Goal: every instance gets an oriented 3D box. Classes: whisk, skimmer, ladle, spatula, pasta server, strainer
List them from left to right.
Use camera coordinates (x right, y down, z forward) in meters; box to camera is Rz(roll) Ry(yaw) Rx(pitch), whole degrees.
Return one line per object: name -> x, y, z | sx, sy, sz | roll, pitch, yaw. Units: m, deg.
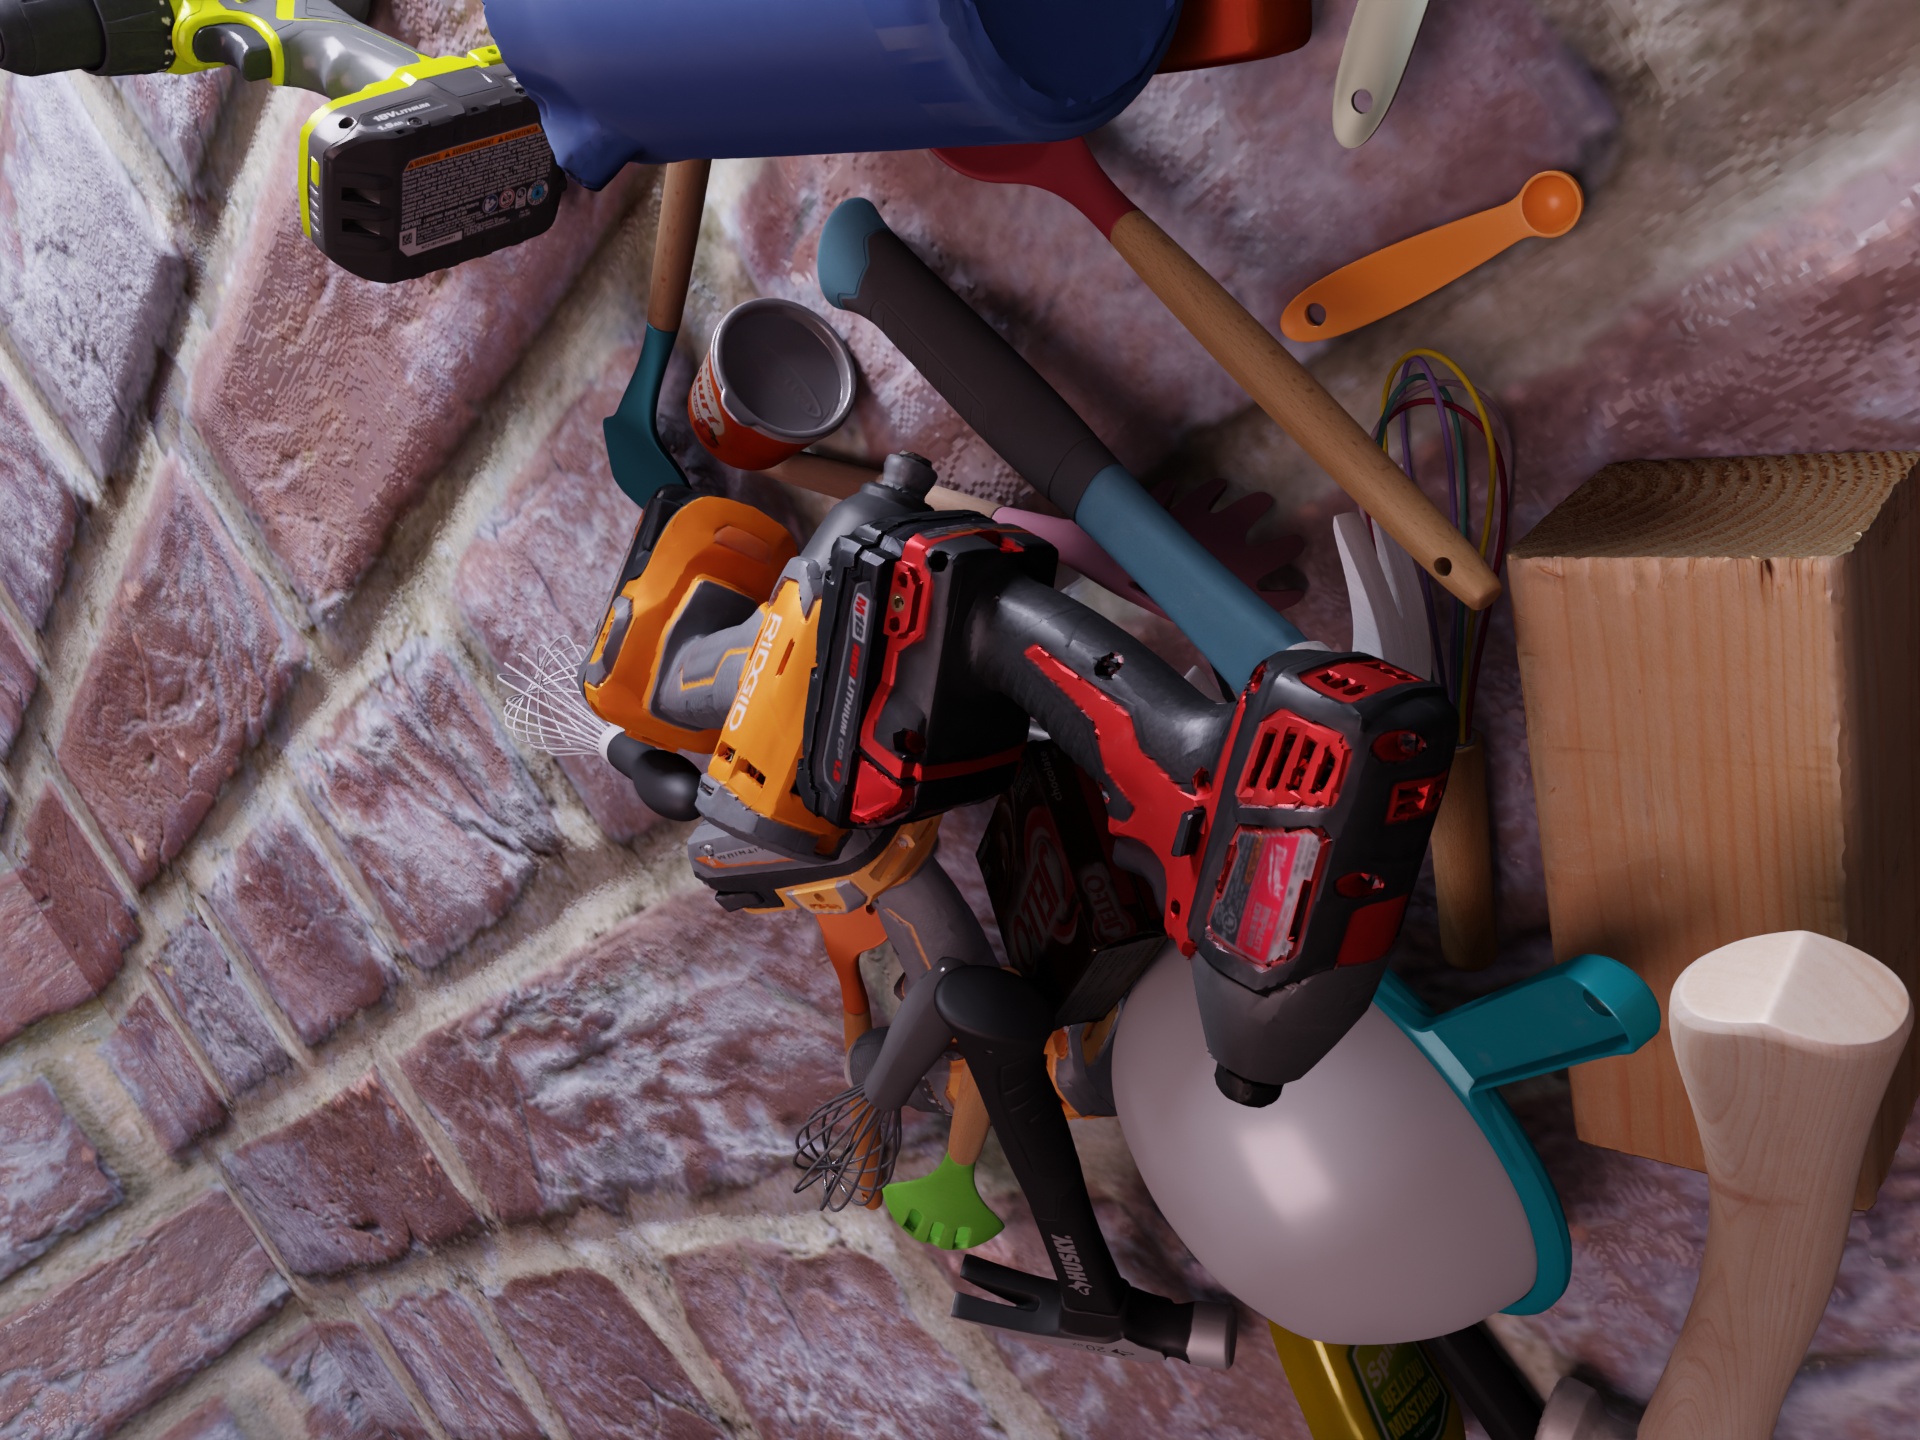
whisk -> -0.193, 0.006, 0.864 | 0.285, 0.070, 0.070 | 24, 133, 57
spatula -> -0.128, -0.211, 0.742 | 0.082, 0.044, 0.317 | 38, 132, 22
spatula -> -0.052, 0.176, 0.921 | 0.081, 0.041, 0.322 | 25, 135, 30
whisk -> -0.037, 0.175, 0.755 | 0.055, 0.055, 0.238 | 43, 141, 15
pasta server -> 0.003, -0.093, 0.689 | 0.316, 0.040, 0.060 | 21, 129, 39
ladle -> 0.070, -0.149, 0.528 | 0.316, 0.031, 0.069 | 54, 140, 27
strainer -> 0.133, 0.151, 0.571 | 0.211, 0.095, 0.340 | 51, 163, 12
whisk -> 0.173, -0.011, 0.560 | 0.047, 0.051, 0.244 | 7, 123, 35
skimmer -> 0.283, 0.421, 0.696 | 0.363, 0.090, 0.127 | 56, 171, 4

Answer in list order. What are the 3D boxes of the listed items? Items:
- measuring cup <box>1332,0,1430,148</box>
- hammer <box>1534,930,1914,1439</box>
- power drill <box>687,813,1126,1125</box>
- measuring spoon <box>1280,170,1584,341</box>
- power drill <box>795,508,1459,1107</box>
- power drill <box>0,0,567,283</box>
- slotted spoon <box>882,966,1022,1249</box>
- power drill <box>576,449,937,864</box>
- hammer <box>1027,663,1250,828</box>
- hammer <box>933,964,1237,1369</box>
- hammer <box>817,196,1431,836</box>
measuring cup -> 0.143, -0.243, 0.443 | 0.083, 0.038, 0.167 | 36, 138, 22
hammer -> 0.260, 0.197, 0.507 | 0.146, 0.038, 0.410 | 19, 148, 32
power drill -> -0.034, 0.115, 0.783 | 0.185, 0.084, 0.226 | -15, 121, 43
measuring spoon -> 0.151, -0.149, 0.518 | 0.117, 0.011, 0.021 | -15, 104, 52
power drill -> 0.047, 0.022, 0.522 | 0.220, 0.078, 0.143 | 28, 118, 39
power drill -> -0.316, -0.301, 0.743 | 0.229, 0.190, 0.080 | 37, 136, 16
slotted spoon -> 0.002, 0.199, 0.774 | 0.070, 0.031, 0.313 | 16, 143, 5
power drill -> -0.084, -0.044, 0.693 | 0.227, 0.084, 0.164 | 24, 92, 60
hammer -> -0.001, -0.002, 0.728 | 0.337, 0.034, 0.127 | 13, 140, 42
hammer -> 0.038, 0.215, 0.732 | 0.146, 0.035, 0.334 | 2, 139, 19
hammer -> 0.042, -0.090, 0.583 | 0.331, 0.033, 0.128 | 50, 130, 29
